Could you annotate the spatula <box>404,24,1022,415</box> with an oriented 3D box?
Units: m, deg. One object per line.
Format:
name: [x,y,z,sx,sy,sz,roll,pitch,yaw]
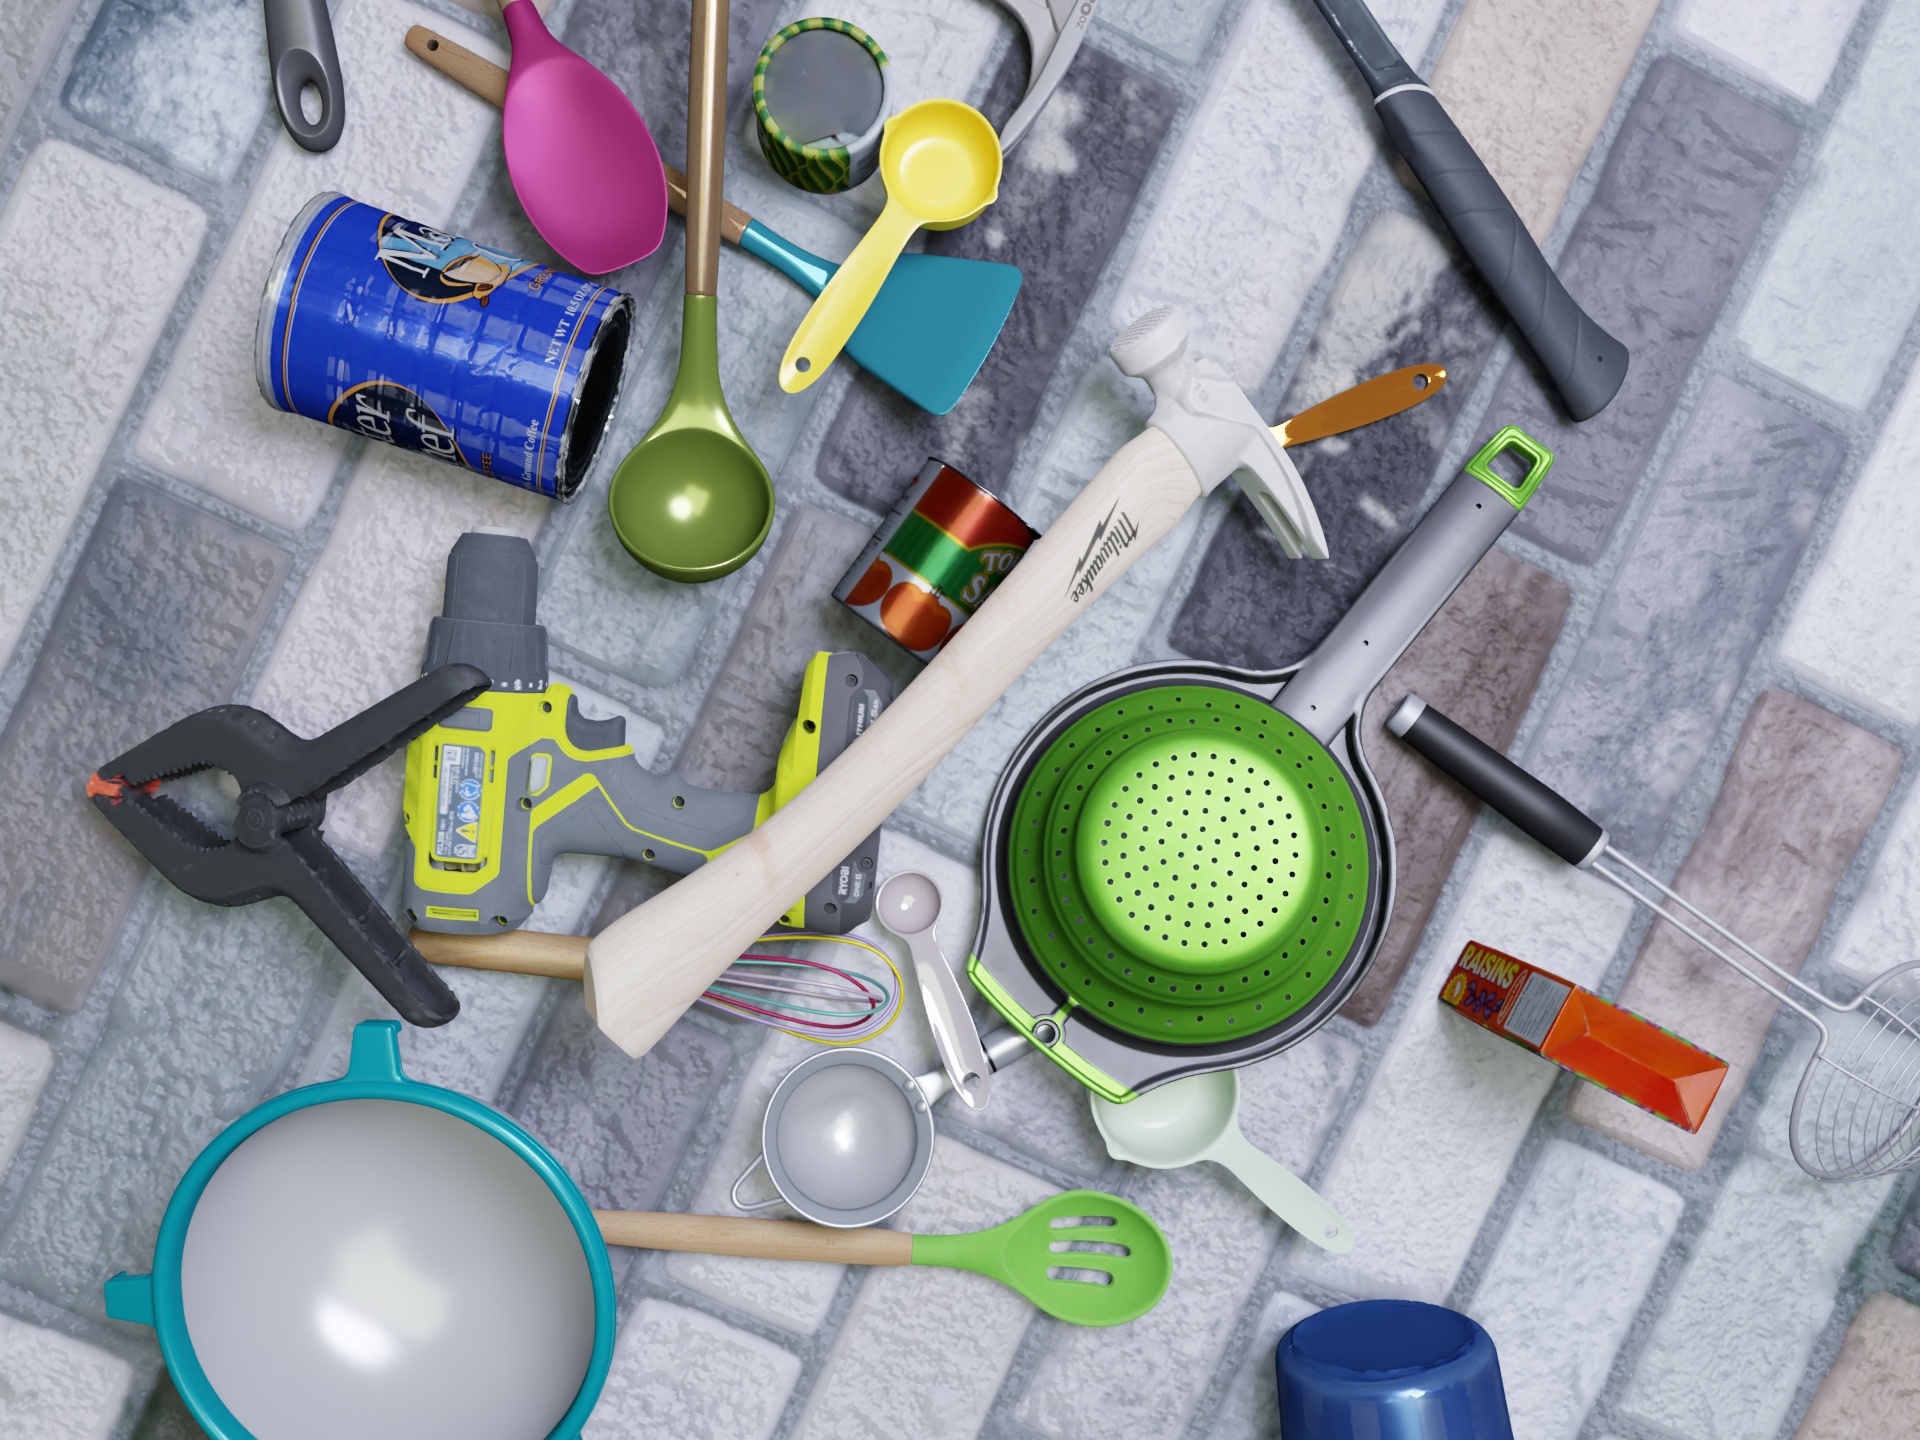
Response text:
spatula: [-0.126,-0.254,0.767,0.317,0.044,0.082,29,87,-4]

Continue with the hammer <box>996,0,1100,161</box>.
hammer: [-0.099,-0.415,0.765,0.359,0.037,0.149,26,90,-6]

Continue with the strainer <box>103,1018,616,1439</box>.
strainer: [-0.212,0.301,0.757,0.340,0.095,0.211,44,97,-5]

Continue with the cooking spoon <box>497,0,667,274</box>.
cooking spoon: [-0.218,-0.359,0.751,0.069,0.017,0.319,-23,88,-3]

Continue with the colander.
colander: [0.161,0.002,0.759,0.204,0.094,0.397,39,85,9]

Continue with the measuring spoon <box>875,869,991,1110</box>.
measuring spoon: [-0.010,0.134,0.791,0.034,0.018,0.124,-20,76,-1]

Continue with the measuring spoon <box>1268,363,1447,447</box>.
measuring spoon: [0.196,-0.158,0.815,0.117,0.011,0.021,-22,94,-7]

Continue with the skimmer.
skimmer: [0.370,0.105,0.831,0.363,0.090,0.127,37,89,5]

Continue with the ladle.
ladle: [-0.118,-0.222,0.728,0.078,0.062,0.320,2,104,-8]

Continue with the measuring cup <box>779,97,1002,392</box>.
measuring cup: [-0.038,-0.218,0.747,0.062,0.029,0.156,35,92,-4]

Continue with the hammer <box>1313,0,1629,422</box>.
hammer: [0.205,-0.321,0.783,0.149,0.036,0.409,-40,98,-18]

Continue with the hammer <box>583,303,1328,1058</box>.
hammer: [-0.001,-0.002,0.720,0.410,0.038,0.146,-45,110,-13]

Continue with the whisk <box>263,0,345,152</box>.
whisk: [-0.324,-0.418,0.739,0.073,0.073,0.295,-7,100,-4]

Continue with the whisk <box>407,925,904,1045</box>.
whisk: [-0.150,0.125,0.782,0.245,0.051,0.047,6,119,0]

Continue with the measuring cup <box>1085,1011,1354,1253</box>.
measuring cup: [0.135,0.214,0.813,0.167,0.038,0.083,41,89,-7]

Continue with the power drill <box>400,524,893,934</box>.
power drill: [-0.149,0.011,0.762,0.228,0.080,0.190,5,93,-2]

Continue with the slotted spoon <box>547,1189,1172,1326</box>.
slotted spoon: [-0.050,0.264,0.806,0.313,0.031,0.070,5,92,-3]

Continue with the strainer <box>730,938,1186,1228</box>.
strainer: [0.003,0.176,0.799,0.258,0.050,0.087,-27,83,-8]
